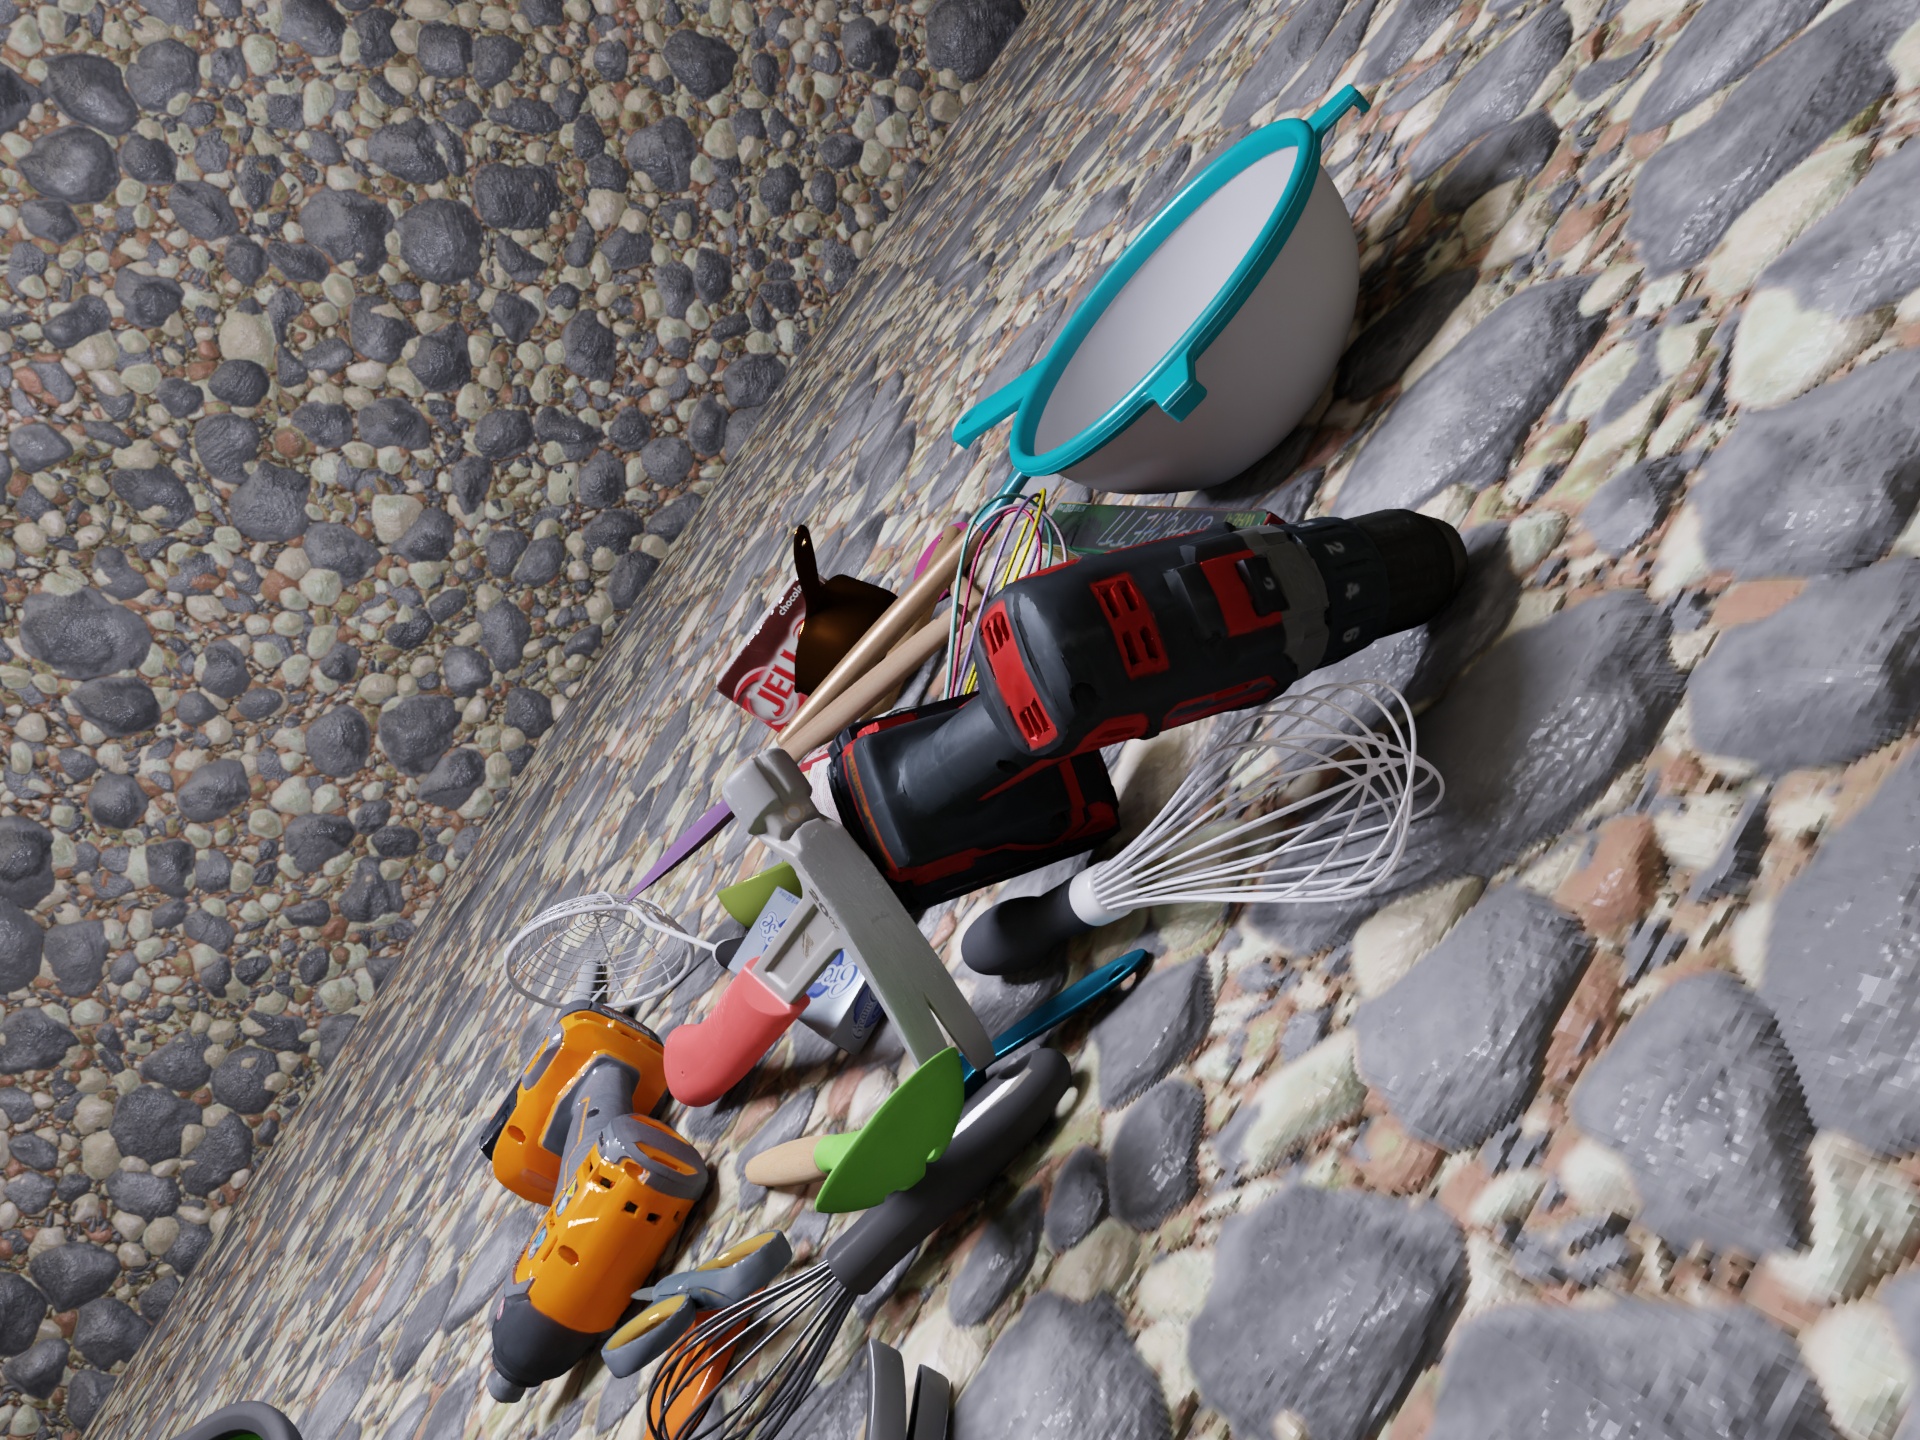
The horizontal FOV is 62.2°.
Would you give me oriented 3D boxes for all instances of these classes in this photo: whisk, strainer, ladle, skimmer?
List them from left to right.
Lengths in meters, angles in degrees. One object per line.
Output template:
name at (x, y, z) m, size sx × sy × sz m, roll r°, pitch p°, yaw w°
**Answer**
strainer at (-0.292, 0.226, 1.238) m, size 0.087 × 0.050 × 0.258 m, roll -49°, pitch 12°, yaw 0°
skimmer at (-0.175, 0.165, 0.984) m, size 0.363 × 0.127 × 0.090 m, roll 2°, pitch 76°, yaw 56°
whisk at (-0.041, 0.210, 0.613) m, size 0.239 × 0.055 × 0.055 m, roll -47°, pitch 19°, yaw 11°
ladle at (-0.065, -0.007, 1.005) m, size 0.078 × 0.062 × 0.320 m, roll -26°, pitch 36°, yaw 53°
whisk at (-0.002, -0.002, 0.806) m, size 0.047 × 0.051 × 0.245 m, roll 28°, pitch 100°, yaw 56°
strainer at (0.099, -0.176, 0.843) m, size 0.211 × 0.095 × 0.340 m, roll -60°, pitch 18°, yaw -18°
whisk at (0.070, 0.055, 0.585) m, size 0.284 × 0.070 × 0.070 m, roll -36°, pitch 26°, yaw 56°

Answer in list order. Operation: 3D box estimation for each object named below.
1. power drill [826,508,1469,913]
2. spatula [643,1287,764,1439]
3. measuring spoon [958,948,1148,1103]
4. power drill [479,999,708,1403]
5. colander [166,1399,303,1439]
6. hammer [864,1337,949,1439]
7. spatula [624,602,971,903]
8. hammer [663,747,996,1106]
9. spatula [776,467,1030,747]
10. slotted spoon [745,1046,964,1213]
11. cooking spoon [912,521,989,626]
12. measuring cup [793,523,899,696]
power drill at (0.062, -0.009, 0.593) m, size 0.188 × 0.080 × 0.226 m, roll -16°, pitch -12°, yaw -29°
spatula at (-0.194, 0.348, 0.655) m, size 0.322 × 0.041 × 0.081 m, roll -37°, pitch 3°, yaw -39°
measuring spoon at (0.028, 0.130, 0.622) m, size 0.128 × 0.021 × 0.042 m, roll -38°, pitch 9°, yaw 22°
power drill at (-0.223, 0.271, 0.916) m, size 0.164 × 0.084 × 0.227 m, roll -57°, pitch 21°, yaw 2°
colander at (-0.377, 0.520, 0.888) m, size 0.397 × 0.094 × 0.205 m, roll -4°, pitch 51°, yaw 45°
hammer at (-0.119, 0.338, 0.596) m, size 0.337 × 0.034 × 0.127 m, roll -41°, pitch 24°, yaw 39°
spatula at (-0.104, 0.023, 0.962) m, size 0.316 × 0.018 × 0.060 m, roll -38°, pitch 11°, yaw 31°
hammer at (-0.090, 0.142, 0.756) m, size 0.037 × 0.149 × 0.359 m, roll -30°, pitch -12°, yaw -28°
spatula at (0.004, -0.090, 0.965) m, size 0.317 × 0.044 × 0.082 m, roll -46°, pitch 20°, yaw 11°
slotted spoon at (-0.055, 0.176, 0.644) m, size 0.070 × 0.031 × 0.313 m, roll -44°, pitch -1°, yaw -24°
cooking spoon at (0.001, -0.087, 1.063) m, size 0.069 × 0.017 × 0.319 m, roll -54°, pitch 17°, yaw 8°
measuring cup at (-0.074, -0.071, 1.049) m, size 0.173 × 0.052 × 0.095 m, roll 82°, pitch -149°, yaw -62°
